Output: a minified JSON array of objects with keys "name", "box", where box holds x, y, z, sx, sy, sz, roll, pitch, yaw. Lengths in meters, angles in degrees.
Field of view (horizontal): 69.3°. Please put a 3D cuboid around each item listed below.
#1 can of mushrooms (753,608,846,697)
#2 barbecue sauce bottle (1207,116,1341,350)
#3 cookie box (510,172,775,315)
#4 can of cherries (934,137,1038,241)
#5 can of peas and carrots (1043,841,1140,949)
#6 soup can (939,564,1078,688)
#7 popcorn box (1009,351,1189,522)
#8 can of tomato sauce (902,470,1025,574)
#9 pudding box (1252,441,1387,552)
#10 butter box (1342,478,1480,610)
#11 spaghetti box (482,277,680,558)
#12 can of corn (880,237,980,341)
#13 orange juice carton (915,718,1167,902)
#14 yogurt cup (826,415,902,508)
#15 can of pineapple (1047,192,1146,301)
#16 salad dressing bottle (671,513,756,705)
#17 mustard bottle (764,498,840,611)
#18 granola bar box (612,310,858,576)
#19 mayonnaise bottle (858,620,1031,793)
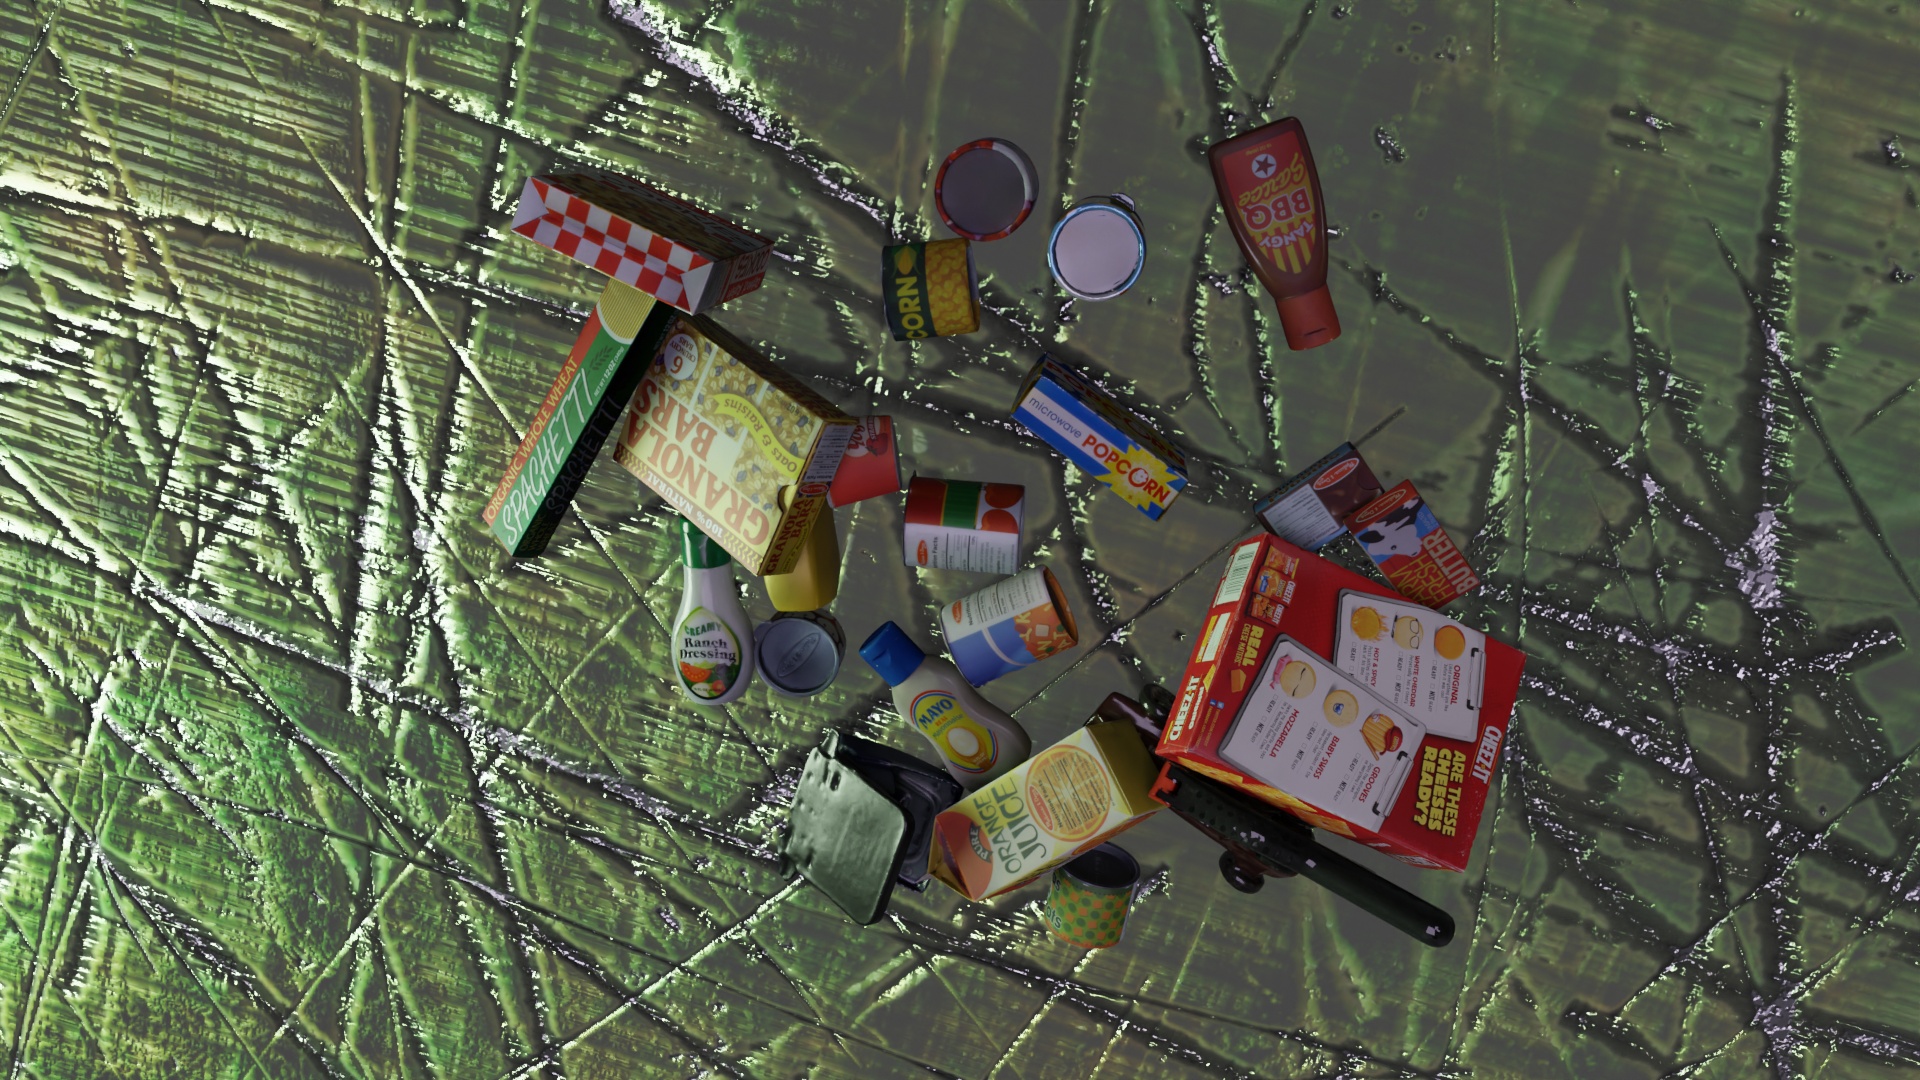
[{"name":"can of mushrooms","box":[-0.124,0.082,1.065,0.071,0.033,0.070,2,109,6]},{"name":"barbecue sauce bottle","box":[0.217,-0.202,0.929,0.065,0.044,0.148,-18,105,11]},{"name":"cookie box","box":[-0.202,-0.198,0.914,0.123,0.168,0.040,25,107,-1]},{"name":"can of cherries","box":[0.016,-0.234,0.934,0.071,0.058,0.071,2,108,6]},{"name":"can of peas and carrots","box":[0.100,0.275,1.084,0.071,0.071,0.058,11,110,3]},{"name":"soup can","box":[0.037,0.065,1.025,0.083,0.071,0.071,-24,104,13]},{"name":"popcorn box","box":[0.097,-0.074,0.962,0.126,0.085,0.038,36,108,-5]},{"name":"can of tomato sauce","box":[0.004,-0.013,1.004,0.083,0.071,0.071,5,108,5]},{"name":"pudding box","box":[0.257,-0.026,0.988,0.083,0.030,0.049,-35,100,15]},{"name":"butter box","box":[0.318,0.007,0.977,0.053,0.024,0.103,-35,122,17]},{"name":"spaghetti box","box":[-0.276,-0.094,1.009,0.050,0.029,0.249,47,115,25]},{"name":"can of corn","box":[-0.020,-0.171,0.952,0.058,0.071,0.071,-5,107,8]},{"name":"orange juice carton","box":[0.053,0.210,1.033,0.192,0.072,0.073,-36,70,27]},{"name":"yogurt cup","box":[-0.072,-0.060,0.999,0.054,0.072,0.072,-8,107,1]},{"name":"can of pineapple","box":[0.093,-0.199,0.937,0.071,0.058,0.070,2,108,6]},{"name":"salad dressing bottle","box":[-0.190,0.050,1.057,0.064,0.044,0.147,1,108,9]},{"name":"mustard bottle","box":[-0.123,-0.031,1.016,0.049,0.065,0.160,-4,101,14]},{"name":"granola bar box","box":[-0.163,-0.070,0.977,0.166,0.039,0.123,36,112,27]},{"name":"mayonnaise bottle","box":[-0.015,0.125,1.062,0.064,0.041,0.148,-40,100,20]}]
